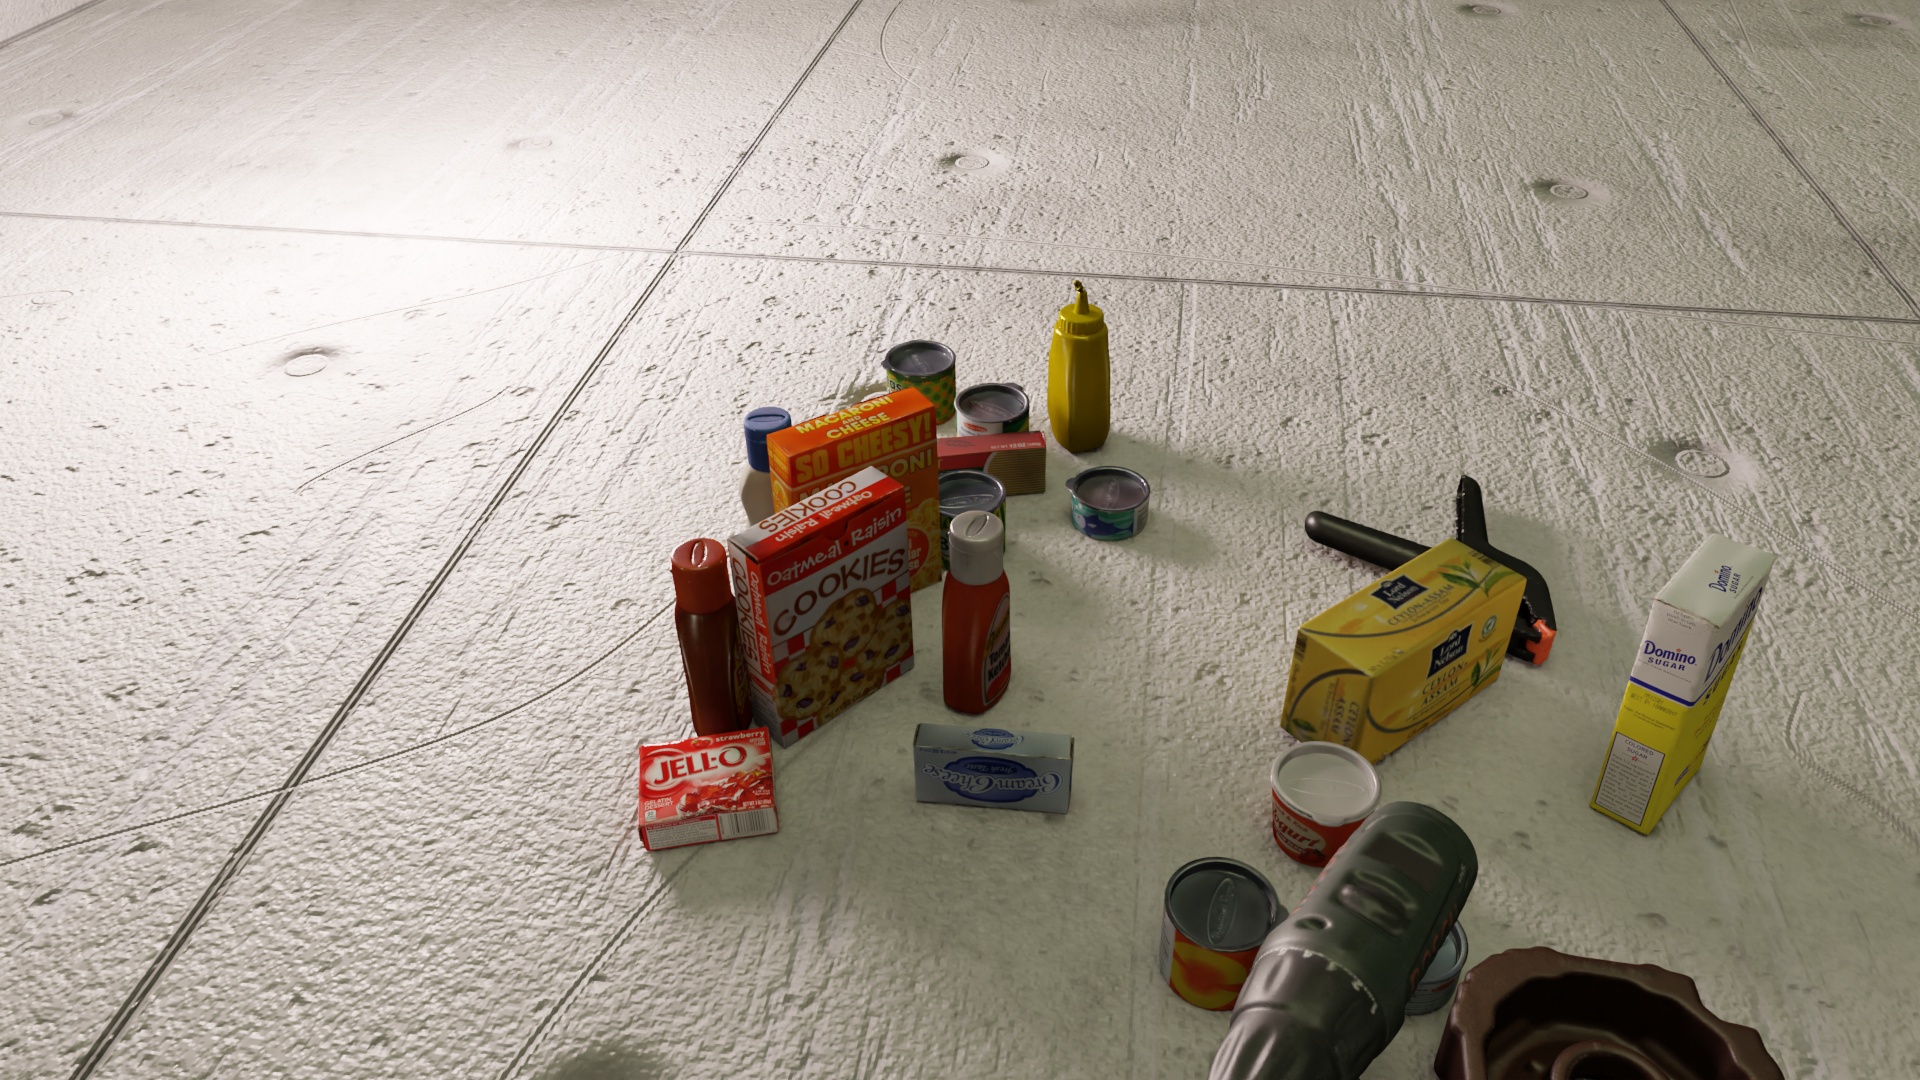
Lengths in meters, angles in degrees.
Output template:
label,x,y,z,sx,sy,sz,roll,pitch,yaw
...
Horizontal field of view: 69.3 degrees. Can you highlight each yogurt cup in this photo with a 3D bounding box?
label,x,y,z,sx,sy,sz,roll,pitch,yaw
yogurt cup,0.229,0.169,0.882,0.072,0.053,0.073,-1,37,1

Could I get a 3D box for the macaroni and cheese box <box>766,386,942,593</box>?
label,x,y,z,sx,sy,sz,roll,pitch,yaw
macaroni and cheese box,-0.078,-0.022,1.050,0.124,0.165,0.040,-22,42,-25

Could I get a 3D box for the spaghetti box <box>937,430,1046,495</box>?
label,x,y,z,sx,sy,sz,roll,pitch,yaw
spaghetti box,-0.050,-0.058,1.192,0.250,0.049,0.029,-5,37,-5

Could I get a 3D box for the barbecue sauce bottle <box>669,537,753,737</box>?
label,x,y,z,sx,sy,sz,roll,pitch,yaw
barbecue sauce bottle,-0.171,0.067,0.949,0.044,0.147,0.065,-3,37,-3

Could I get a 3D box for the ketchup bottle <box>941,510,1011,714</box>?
label,x,y,z,sx,sy,sz,roll,pitch,yaw
ketchup bottle,0.011,0.048,0.969,0.043,0.148,0.065,15,40,20

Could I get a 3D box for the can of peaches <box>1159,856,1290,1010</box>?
label,x,y,z,sx,sy,sz,roll,pitch,yaw
can of peaches,0.151,0.228,0.803,0.071,0.057,0.071,-1,37,1

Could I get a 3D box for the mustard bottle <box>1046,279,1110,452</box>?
label,x,y,z,sx,sy,sz,roll,pitch,yaw
mustard bottle,0.106,-0.157,1.228,0.049,0.159,0.065,-13,39,-15

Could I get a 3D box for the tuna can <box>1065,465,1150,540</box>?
label,x,y,z,sx,sy,sz,roll,pitch,yaw
tuna can,0.123,-0.032,1.167,0.071,0.032,0.071,-1,37,1

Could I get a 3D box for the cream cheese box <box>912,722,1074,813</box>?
label,x,y,z,sx,sy,sz,roll,pitch,yaw
cream cheese box,0.022,0.150,0.913,0.104,0.053,0.024,4,37,6

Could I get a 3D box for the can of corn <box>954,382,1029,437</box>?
label,x,y,z,sx,sy,sz,roll,pitch,yaw
can of corn,0.030,-0.100,1.239,0.071,0.058,0.071,-1,37,1

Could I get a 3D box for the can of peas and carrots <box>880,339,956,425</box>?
label,x,y,z,sx,sy,sz,roll,pitch,yaw
can of peas and carrots,-0.039,-0.146,1.300,0.071,0.058,0.071,-1,37,1

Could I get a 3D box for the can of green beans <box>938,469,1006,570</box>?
label,x,y,z,sx,sy,sz,roll,pitch,yaw
can of green beans,0.004,-0.016,1.128,0.071,0.057,0.071,-1,37,1

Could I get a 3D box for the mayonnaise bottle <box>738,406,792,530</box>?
label,x,y,z,sx,sy,sz,roll,pitch,yaw
mayonnaise bottle,-0.143,-0.033,1.081,0.065,0.147,0.041,-3,37,-2

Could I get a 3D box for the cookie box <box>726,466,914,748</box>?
label,x,y,z,sx,sy,sz,roll,pitch,yaw
cookie box,-0.091,0.046,0.959,0.123,0.166,0.040,-30,46,-32

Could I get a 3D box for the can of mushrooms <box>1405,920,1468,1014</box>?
label,x,y,z,sx,sy,sz,roll,pitch,yaw
can of mushrooms,0.257,0.237,0.809,0.071,0.033,0.071,-1,37,1
